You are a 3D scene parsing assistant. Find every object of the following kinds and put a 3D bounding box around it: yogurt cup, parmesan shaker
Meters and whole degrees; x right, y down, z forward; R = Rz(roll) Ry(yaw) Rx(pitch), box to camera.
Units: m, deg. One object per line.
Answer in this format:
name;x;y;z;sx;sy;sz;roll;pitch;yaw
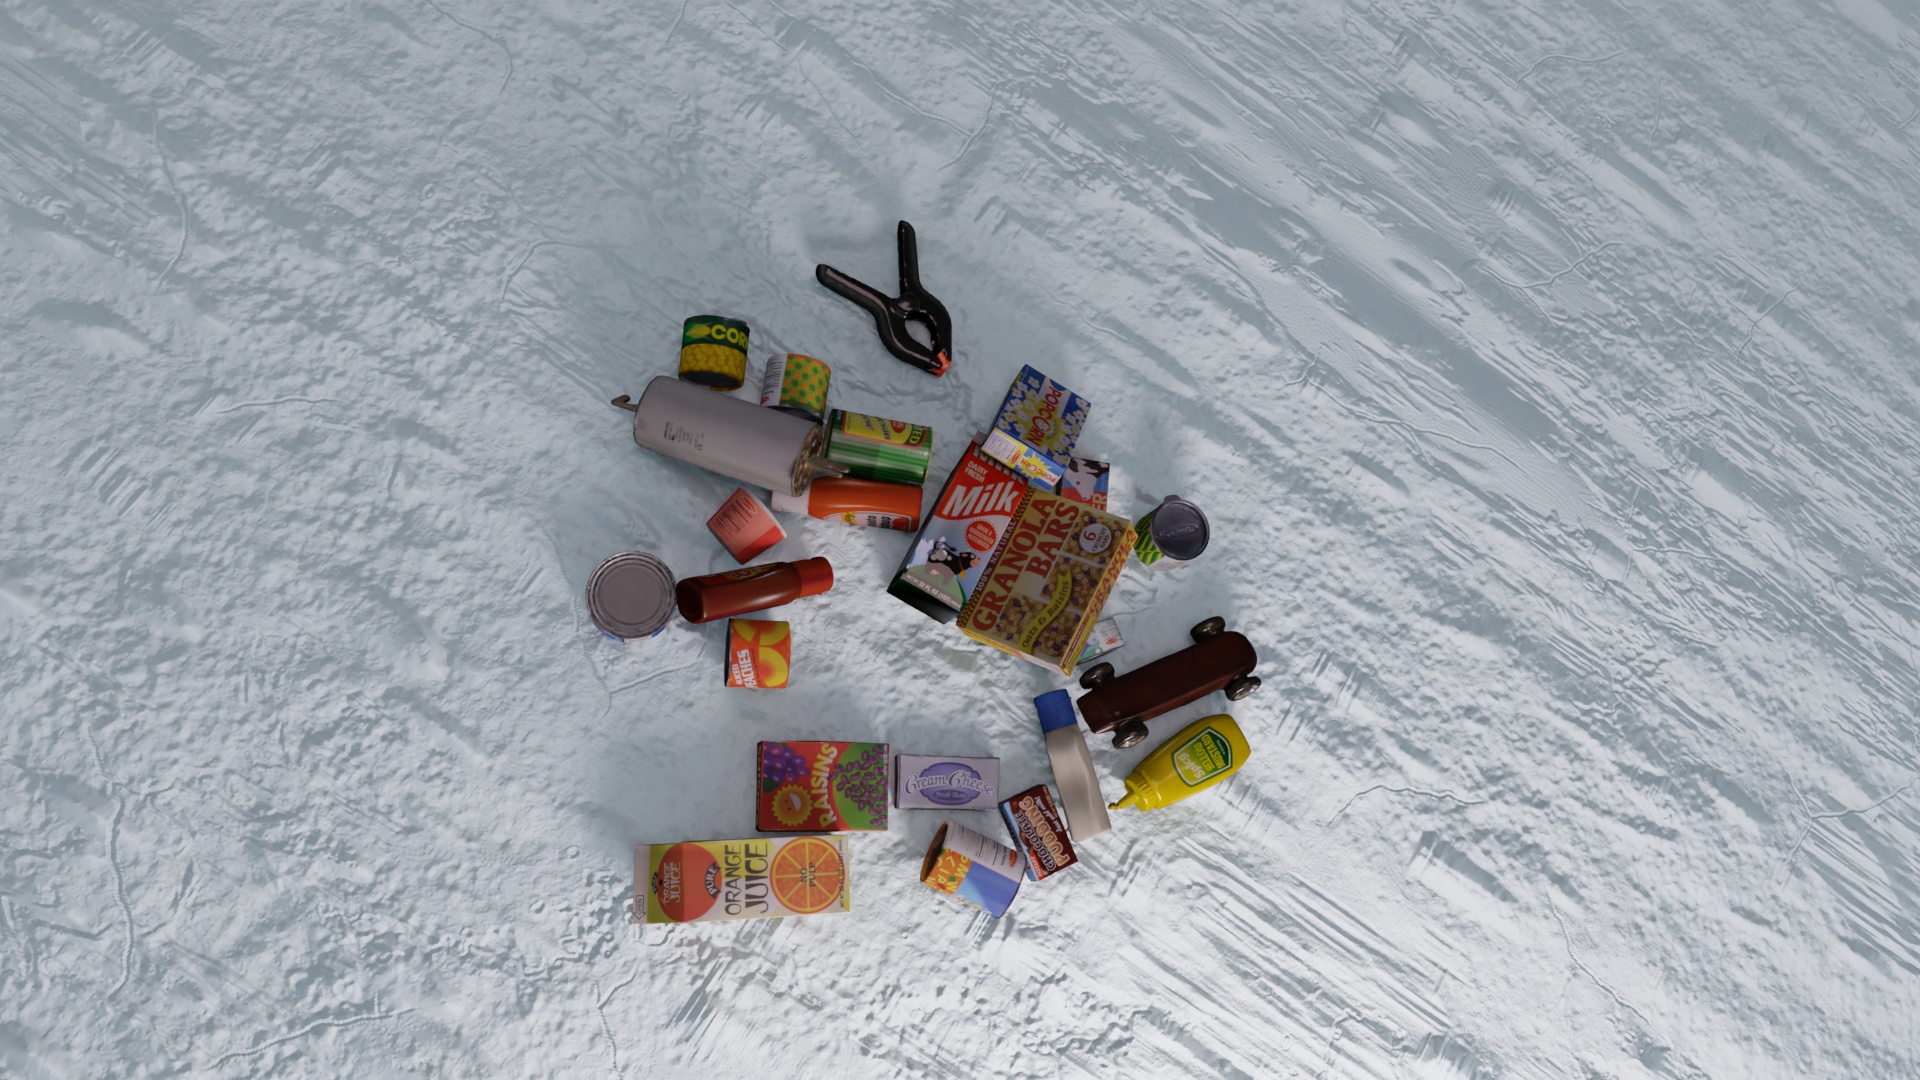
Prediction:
yogurt cup;-0.211;-0.013;1.357;0.054;0.072;0.072;-41;89;-11
parmesan shaker;-0.085;-0.091;1.401;0.103;0.071;0.071;10;75;-12

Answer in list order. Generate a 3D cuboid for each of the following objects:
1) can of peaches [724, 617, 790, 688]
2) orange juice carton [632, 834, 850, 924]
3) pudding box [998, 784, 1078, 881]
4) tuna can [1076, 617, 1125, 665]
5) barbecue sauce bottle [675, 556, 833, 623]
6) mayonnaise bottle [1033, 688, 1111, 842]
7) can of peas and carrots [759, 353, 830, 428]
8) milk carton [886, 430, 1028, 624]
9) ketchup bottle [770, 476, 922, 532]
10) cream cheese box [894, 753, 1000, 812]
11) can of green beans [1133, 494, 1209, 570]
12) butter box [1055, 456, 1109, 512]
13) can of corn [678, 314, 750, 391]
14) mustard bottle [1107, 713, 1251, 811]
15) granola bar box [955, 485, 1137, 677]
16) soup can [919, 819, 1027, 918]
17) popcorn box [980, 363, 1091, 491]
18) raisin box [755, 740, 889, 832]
can of peaches;-0.194;0.110;1.327;0.058;0.071;0.071;4;76;-14
orange juice carton;-0.202;0.310;1.275;0.193;0.073;0.072;0;77;-13
pudding box;0.076;0.288;1.371;0.050;0.030;0.084;-21;82;-17
tuna can;0.129;0.105;1.412;0.071;0.071;0.033;-19;81;-17
barbecue sauce bottle;-0.194;0.045;1.337;0.149;0.065;0.043;-11;99;-35
mayonnaise bottle;0.110;0.223;1.381;0.041;0.064;0.148;-19;77;11
can of peas and carrots;-0.165;-0.149;1.400;0.071;0.070;0.059;10;75;-11
milk carton;0.005;-0.018;1.405;0.072;0.073;0.191;29;71;-6
ketchup bottle;-0.113;-0.040;1.389;0.149;0.064;0.043;7;73;-3
cream cheese box;-0.013;0.239;1.364;0.104;0.024;0.053;4;76;-13
can of green beans;0.221;-0.005;1.463;0.071;0.057;0.071;3;77;-13
butter box;0.127;-0.035;1.465;0.053;0.024;0.104;8;75;-11
can of corn;-0.244;-0.186;1.386;0.071;0.071;0.058;7;77;-12
mustard bottle;0.217;0.235;1.409;0.161;0.048;0.065;-28;83;-18
granola bar box;0.087;0.039;1.395;0.124;0.039;0.166;20;73;28
soup can;0.011;0.316;1.331;0.084;0.071;0.071;26;72;-6
popcorn box;0.079;-0.118;1.436;0.085;0.038;0.127;30;41;-5
raisin box;-0.132;0.235;1.328;0.123;0.040;0.086;3;77;-14
